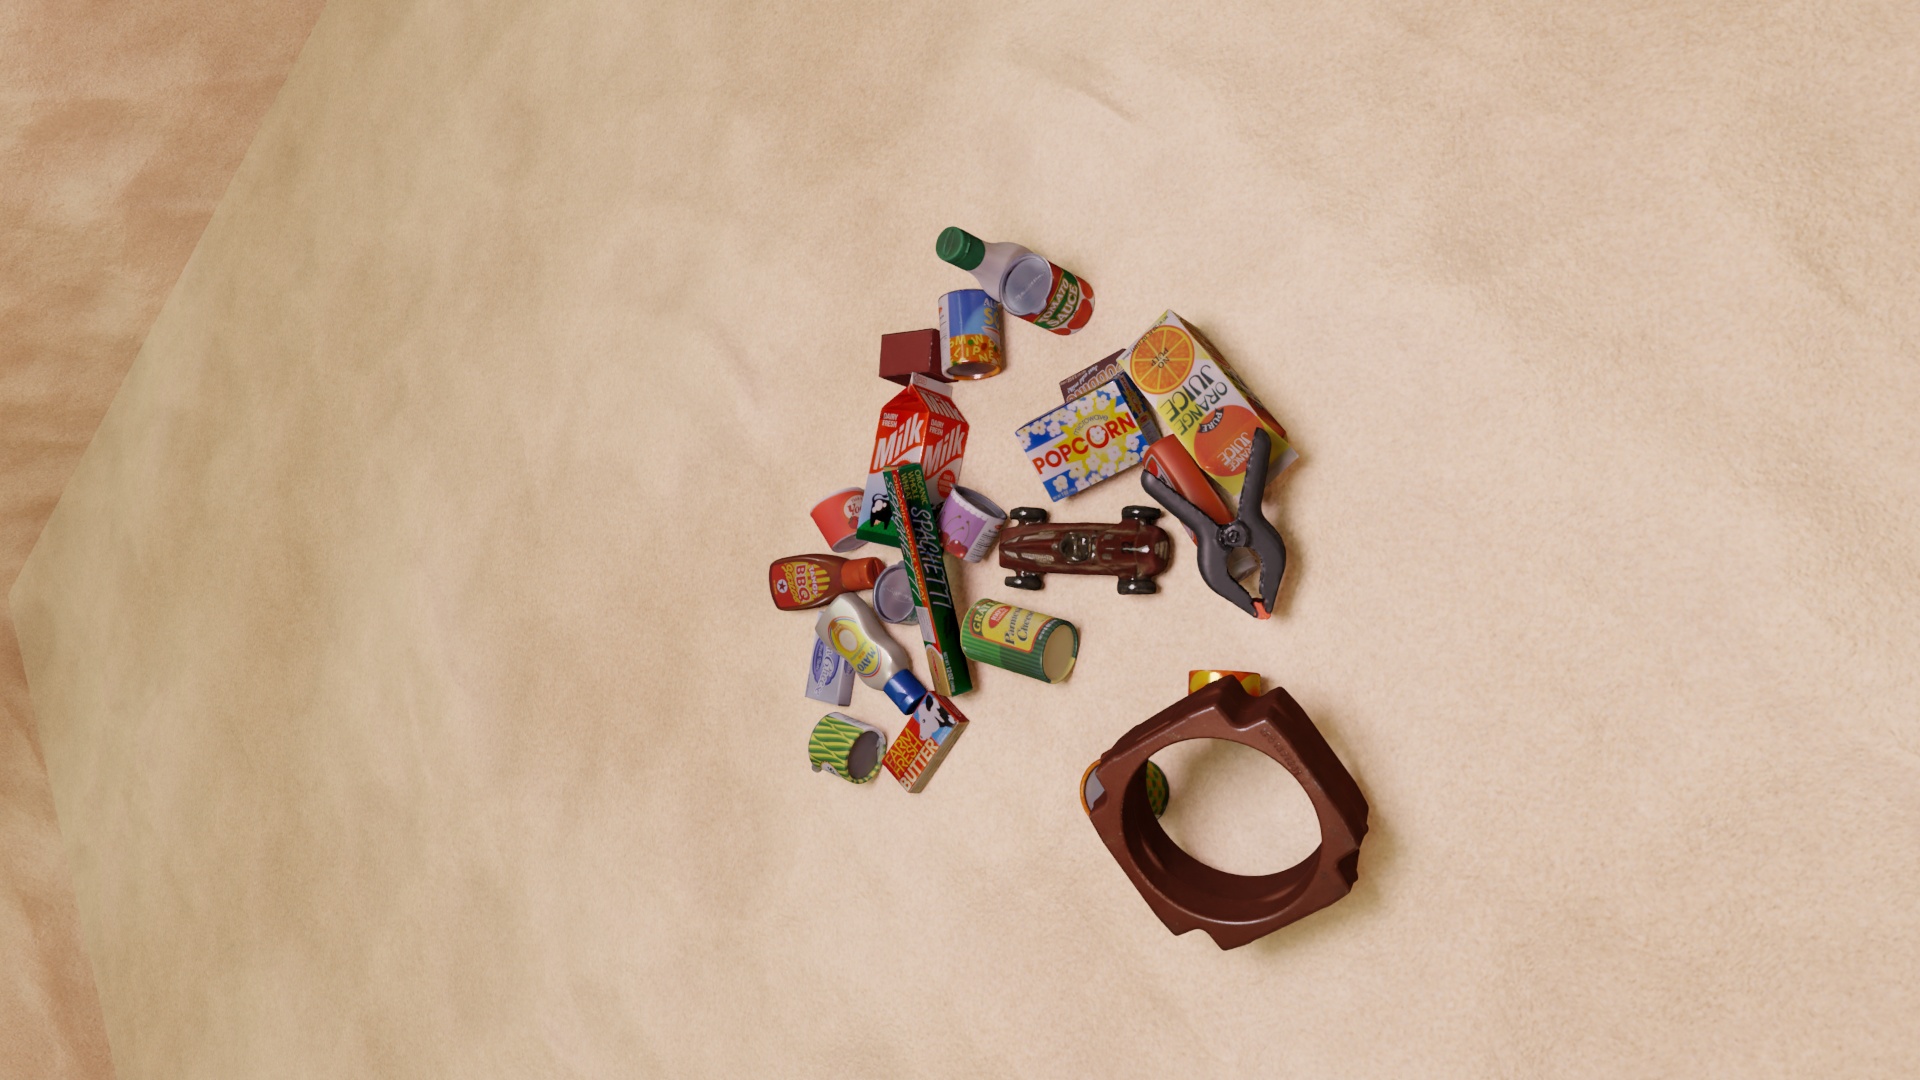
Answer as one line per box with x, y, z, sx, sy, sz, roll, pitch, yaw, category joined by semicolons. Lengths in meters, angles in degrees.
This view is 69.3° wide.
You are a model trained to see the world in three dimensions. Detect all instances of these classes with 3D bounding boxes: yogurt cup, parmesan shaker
-0.131;-0.022;1.584;0.072;0.072;0.054;-35;71;28;yogurt cup
0.062;0.100;1.413;0.103;0.071;0.071;13;90;38;parmesan shaker

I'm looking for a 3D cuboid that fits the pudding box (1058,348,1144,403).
0.146;-0.155;1.417;0.083;0.030;0.050;-26;68;31;pudding box

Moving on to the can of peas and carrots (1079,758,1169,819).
0.155;0.236;1.319;0.071;0.059;0.071;-8;77;36;can of peas and carrots

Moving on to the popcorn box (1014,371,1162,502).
0.129;-0.102;1.393;0.126;0.038;0.085;-26;96;31;popcorn box

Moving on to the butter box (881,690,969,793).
-0.039;0.217;1.492;0.053;0.024;0.103;44;108;34;butter box

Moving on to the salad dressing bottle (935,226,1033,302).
0.033;-0.289;1.454;0.044;0.148;0.064;17;92;38;salad dressing bottle

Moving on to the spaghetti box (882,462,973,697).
-0.035;0.040;1.455;0.050;0.029;0.249;179;77;-69;spaghetti box

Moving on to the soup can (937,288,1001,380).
0.013;-0.223;1.511;0.071;0.071;0.084;-12;75;36;soup can

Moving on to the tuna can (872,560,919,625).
-0.062;0.058;1.534;0.071;0.033;0.071;-8;77;36;tuna can

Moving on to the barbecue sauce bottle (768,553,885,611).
-0.153;0.044;1.599;0.148;0.044;0.065;-8;91;36;barbecue sauce bottle

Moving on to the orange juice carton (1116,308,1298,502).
0.238;-0.123;1.313;0.071;0.073;0.193;-44;59;20;orange juice carton

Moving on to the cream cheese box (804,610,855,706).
-0.145;0.134;1.589;0.053;0.024;0.104;6;85;37;cream cheese box

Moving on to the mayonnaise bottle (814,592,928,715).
-0.094;0.127;1.525;0.148;0.041;0.064;46;113;21;mayonnaise bottle

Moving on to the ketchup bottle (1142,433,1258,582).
0.228;-0.028;1.314;0.043;0.064;0.149;-28;71;-6;ketchup bottle

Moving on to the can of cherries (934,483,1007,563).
0.005;-0.019;1.476;0.071;0.071;0.058;41;108;35;can of cherries

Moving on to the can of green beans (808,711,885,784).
-0.124;0.229;1.529;0.058;0.071;0.071;15;91;38;can of green beans

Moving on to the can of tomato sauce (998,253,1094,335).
0.091;-0.253;1.444;0.071;0.083;0.071;-8;77;36;can of tomato sauce

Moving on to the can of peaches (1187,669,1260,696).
0.242;0.148;1.264;0.071;0.071;0.058;-4;79;37;can of peaches

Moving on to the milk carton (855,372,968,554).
-0.049;-0.084;1.526;0.073;0.072;0.190;10;88;39;milk carton
